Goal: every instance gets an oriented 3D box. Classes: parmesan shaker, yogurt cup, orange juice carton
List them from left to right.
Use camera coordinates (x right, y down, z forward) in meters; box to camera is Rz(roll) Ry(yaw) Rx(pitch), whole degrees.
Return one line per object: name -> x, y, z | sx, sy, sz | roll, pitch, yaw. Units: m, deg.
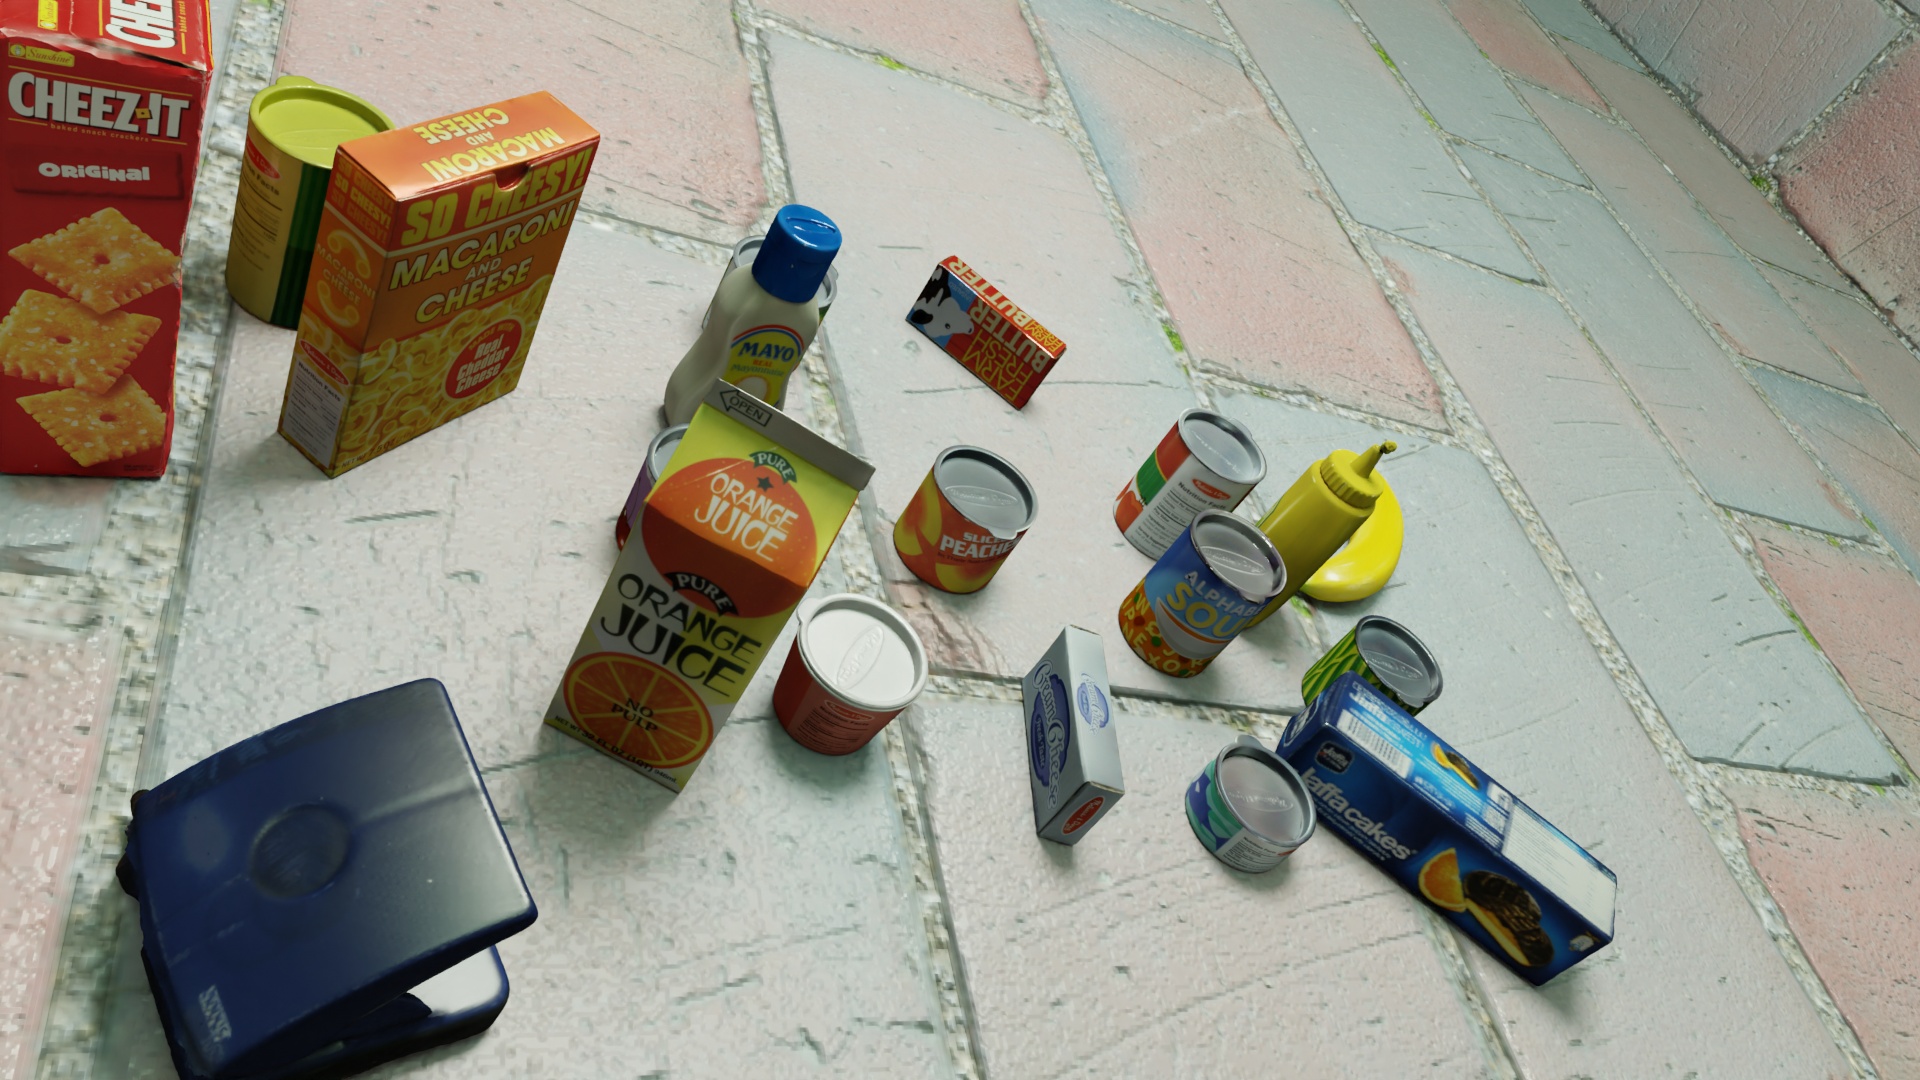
parmesan shaker -> -0.322, -0.165, 0.687 | 0.071, 0.102, 0.072 | 20, 41, -18
orange juice carton -> -0.104, 0.016, 0.586 | 0.072, 0.191, 0.073 | 30, 39, -7
yogurt cup -> -0.057, 0.068, 0.677 | 0.072, 0.053, 0.073 | 20, 41, -18

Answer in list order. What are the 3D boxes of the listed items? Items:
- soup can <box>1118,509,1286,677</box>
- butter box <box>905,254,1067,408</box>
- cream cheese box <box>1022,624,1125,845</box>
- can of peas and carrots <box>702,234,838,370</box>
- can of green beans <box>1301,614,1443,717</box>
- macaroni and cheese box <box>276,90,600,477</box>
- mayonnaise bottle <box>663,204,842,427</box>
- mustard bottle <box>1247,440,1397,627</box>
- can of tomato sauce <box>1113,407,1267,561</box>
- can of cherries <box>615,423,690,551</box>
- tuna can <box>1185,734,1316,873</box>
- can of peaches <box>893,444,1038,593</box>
soup can -> 0.144, 0.035, 0.830 | 0.071, 0.083, 0.072 | 20, 41, -18
butter box -> 0.018, -0.141, 0.945 | 0.103, 0.052, 0.024 | 39, 39, 6
cream cheese box -> 0.057, 0.100, 0.726 | 0.024, 0.053, 0.104 | 18, 42, -20
can of peas and carrots -> -0.115, -0.143, 0.847 | 0.071, 0.058, 0.071 | 20, 41, -18
can of green beans -> 0.259, 0.090, 0.876 | 0.071, 0.057, 0.071 | 20, 41, -18
macaroni and cheese box -> -0.242, -0.119, 0.647 | 0.040, 0.165, 0.124 | 40, 39, 6
mayonnaise bottle -> -0.109, -0.113, 0.750 | 0.065, 0.147, 0.041 | 4, 48, -33
mustard bottle -> 0.219, -0.011, 0.870 | 0.049, 0.159, 0.065 | 42, 39, 9
can of tomato sauce -> 0.149, -0.036, 0.906 | 0.071, 0.082, 0.071 | 20, 41, -18
can of cherries -> -0.134, -0.014, 0.702 | 0.071, 0.058, 0.072 | 20, 41, -18
tuna can -> 0.159, 0.145, 0.769 | 0.071, 0.032, 0.071 | 20, 41, -18
can of peaches -> 0.003, -0.010, 0.796 | 0.071, 0.057, 0.071 | 20, 41, -18
